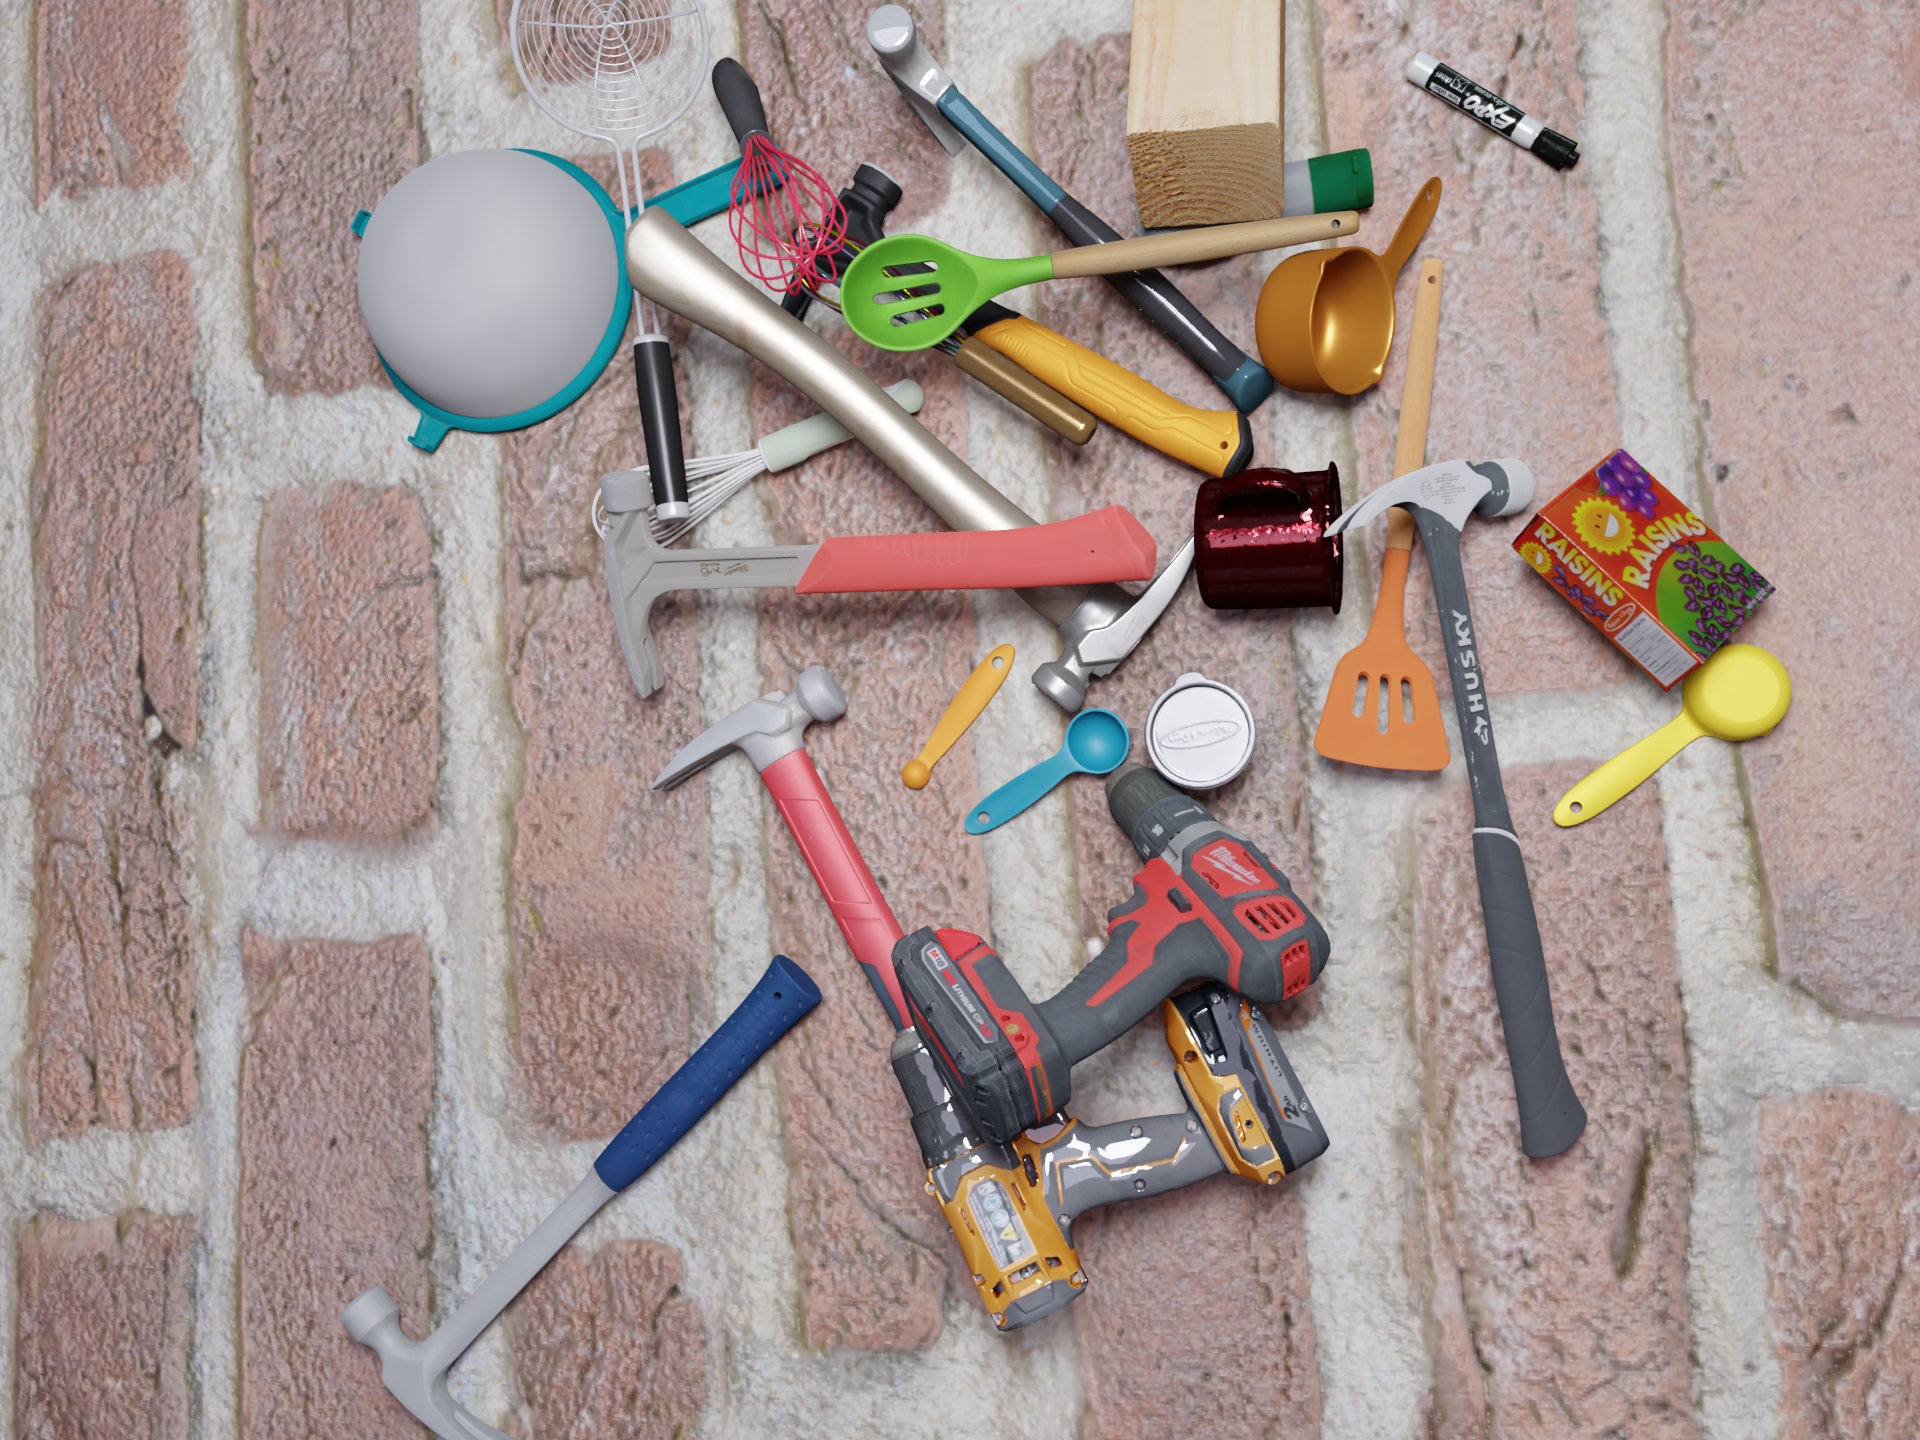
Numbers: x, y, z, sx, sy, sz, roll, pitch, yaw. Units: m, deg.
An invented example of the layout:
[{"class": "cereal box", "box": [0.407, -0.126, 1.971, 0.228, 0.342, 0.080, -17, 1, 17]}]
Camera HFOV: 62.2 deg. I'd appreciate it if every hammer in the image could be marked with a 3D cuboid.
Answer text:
[{"class": "hammer", "box": [-0.060, 0.163, 1.037, 0.143, 0.038, 0.386, -31, 79, 11]}, {"class": "hammer", "box": [-0.057, -0.088, 0.993, 0.359, 0.037, 0.149, 0, 110, 19]}, {"class": "hammer", "box": [0.308, 0.050, 0.931, 0.149, 0.036, 0.409, -9, 88, -30]}, {"class": "hammer", "box": [-0.038, -0.189, 1.009, 0.410, 0.038, 0.146, 40, 94, -2]}, {"class": "hammer", "box": [0.038, -0.241, 1.043, 0.337, 0.034, 0.127, 32, 92, 16]}, {"class": "hammer", "box": [-0.241, 0.319, 1.068, 0.405, 0.035, 0.144, -46, 77, 6]}, {"class": "hammer", "box": [0.073, -0.319, 1.016, 0.331, 0.128, 0.033, 45, 99, 4]}]

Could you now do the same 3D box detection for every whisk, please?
[{"class": "whisk", "box": [-0.128, -0.361, 1.027, 0.073, 0.073, 0.296, -30, 46, 10]}, {"class": "whisk", "box": [-0.139, -0.176, 1.085, 0.246, 0.058, 0.059, -21, 115, 8]}, {"class": "whisk", "box": [-0.015, -0.247, 1.024, 0.245, 0.051, 0.047, 36, 113, 12]}]

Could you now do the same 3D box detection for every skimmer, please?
[{"class": "skimmer", "box": [-0.210, -0.314, 1.031, 0.127, 0.090, 0.363, -7, 87, -10]}]

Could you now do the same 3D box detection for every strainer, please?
[{"class": "strainer", "box": [-0.286, -0.337, 1.105, 0.340, 0.095, 0.211, -19, 81, 13]}]

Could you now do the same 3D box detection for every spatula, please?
[{"class": "spatula", "box": [0.274, -0.130, 0.979, 0.081, 0.041, 0.322, 7, 86, 7]}]

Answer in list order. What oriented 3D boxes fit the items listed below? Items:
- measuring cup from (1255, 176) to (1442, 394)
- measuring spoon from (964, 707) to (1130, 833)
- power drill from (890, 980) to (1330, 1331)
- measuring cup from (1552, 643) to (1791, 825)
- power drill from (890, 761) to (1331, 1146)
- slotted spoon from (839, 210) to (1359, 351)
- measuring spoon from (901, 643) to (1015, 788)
[{"class": "measuring cup", "box": [0.243, -0.278, 0.992, 0.052, 0.095, 0.174, 11, 60, 46]}, {"class": "measuring spoon", "box": [0.056, 0.036, 1.034, 0.128, 0.021, 0.042, -35, 83, 18]}, {"class": "power drill", "box": [0.081, 0.232, 0.956, 0.226, 0.084, 0.185, -27, 80, -1]}, {"class": "measuring cup", "box": [0.417, 0.013, 0.936, 0.156, 0.029, 0.062, -38, 78, 6]}, {"class": "power drill", "box": [0.076, 0.123, 0.931, 0.226, 0.080, 0.188, -26, 44, -13]}, {"class": "slotted spoon", "box": [0.082, -0.277, 0.965, 0.314, 0.031, 0.070, -7, 103, 8]}, {"class": "measuring spoon", "box": [-0.002, -0.003, 1.049, 0.021, 0.011, 0.117, 38, 94, 14]}]
